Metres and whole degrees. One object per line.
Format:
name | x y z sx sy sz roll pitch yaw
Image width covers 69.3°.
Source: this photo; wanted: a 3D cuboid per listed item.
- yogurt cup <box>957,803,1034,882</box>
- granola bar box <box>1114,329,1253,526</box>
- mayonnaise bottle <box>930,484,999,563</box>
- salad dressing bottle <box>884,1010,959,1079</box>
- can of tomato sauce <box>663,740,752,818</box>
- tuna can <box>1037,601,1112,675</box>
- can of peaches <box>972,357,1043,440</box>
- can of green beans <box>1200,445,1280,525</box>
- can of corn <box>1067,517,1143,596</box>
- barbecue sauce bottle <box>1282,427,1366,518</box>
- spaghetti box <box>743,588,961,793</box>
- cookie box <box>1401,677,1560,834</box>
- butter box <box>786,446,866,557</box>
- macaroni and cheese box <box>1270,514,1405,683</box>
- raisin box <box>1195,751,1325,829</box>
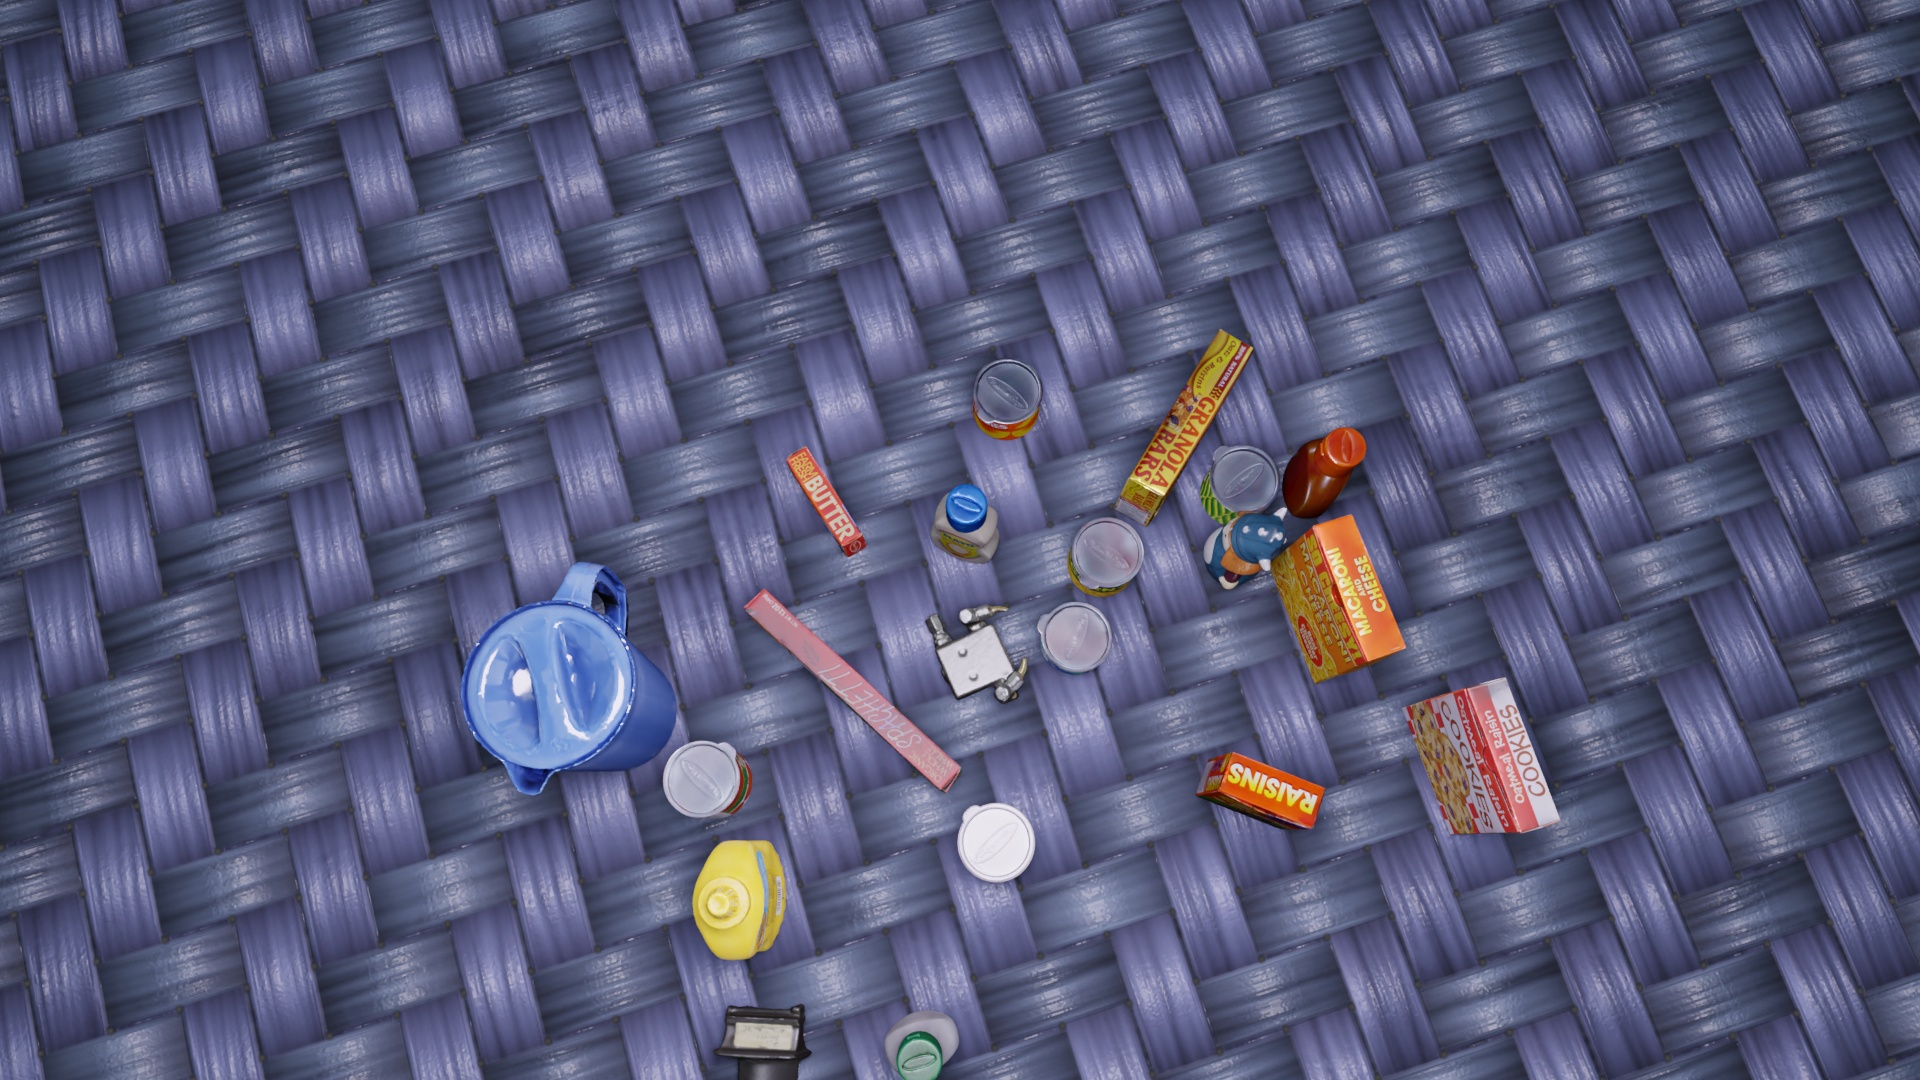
yogurt cup | 0.031 0.270 1.244 0.072 0.054 0.072 0 77 0
granola bar box | 0.207 -0.101 1.294 0.039 0.124 0.166 31 79 6
mayonnaise bottle | 0.005 -0.016 1.261 0.065 0.148 0.041 22 79 5
salad dressing bottle | -0.033 0.424 1.161 0.064 0.147 0.044 -15 78 -3
can of tomato sauce | -0.223 0.213 1.241 0.071 0.083 0.071 0 78 0
tuna can | 0.105 0.091 1.296 0.071 0.032 0.071 0 77 0
can of peaches | 0.043 -0.133 1.334 0.071 0.058 0.071 0 77 0
can of green beans | 0.264 -0.051 1.316 0.071 0.057 0.071 0 77 0
can of corn | 0.133 0.019 1.300 0.071 0.058 0.071 0 77 0
barbecue sauce bottle | 0.333 -0.066 1.274 0.044 0.148 0.065 1 78 0
spaghetti box | -0.098 0.139 1.275 0.250 0.050 0.029 41 81 8
cookie box | 0.447 0.191 1.206 0.040 0.167 0.123 -17 78 -4
butter box | -0.127 -0.036 1.313 0.024 0.053 0.103 -32 79 -7
macaroni and cheese box | 0.331 0.057 1.237 0.040 0.166 0.124 -18 78 -4
raisin box | 0.261 0.221 1.221 0.086 0.123 0.040 22 79 5
